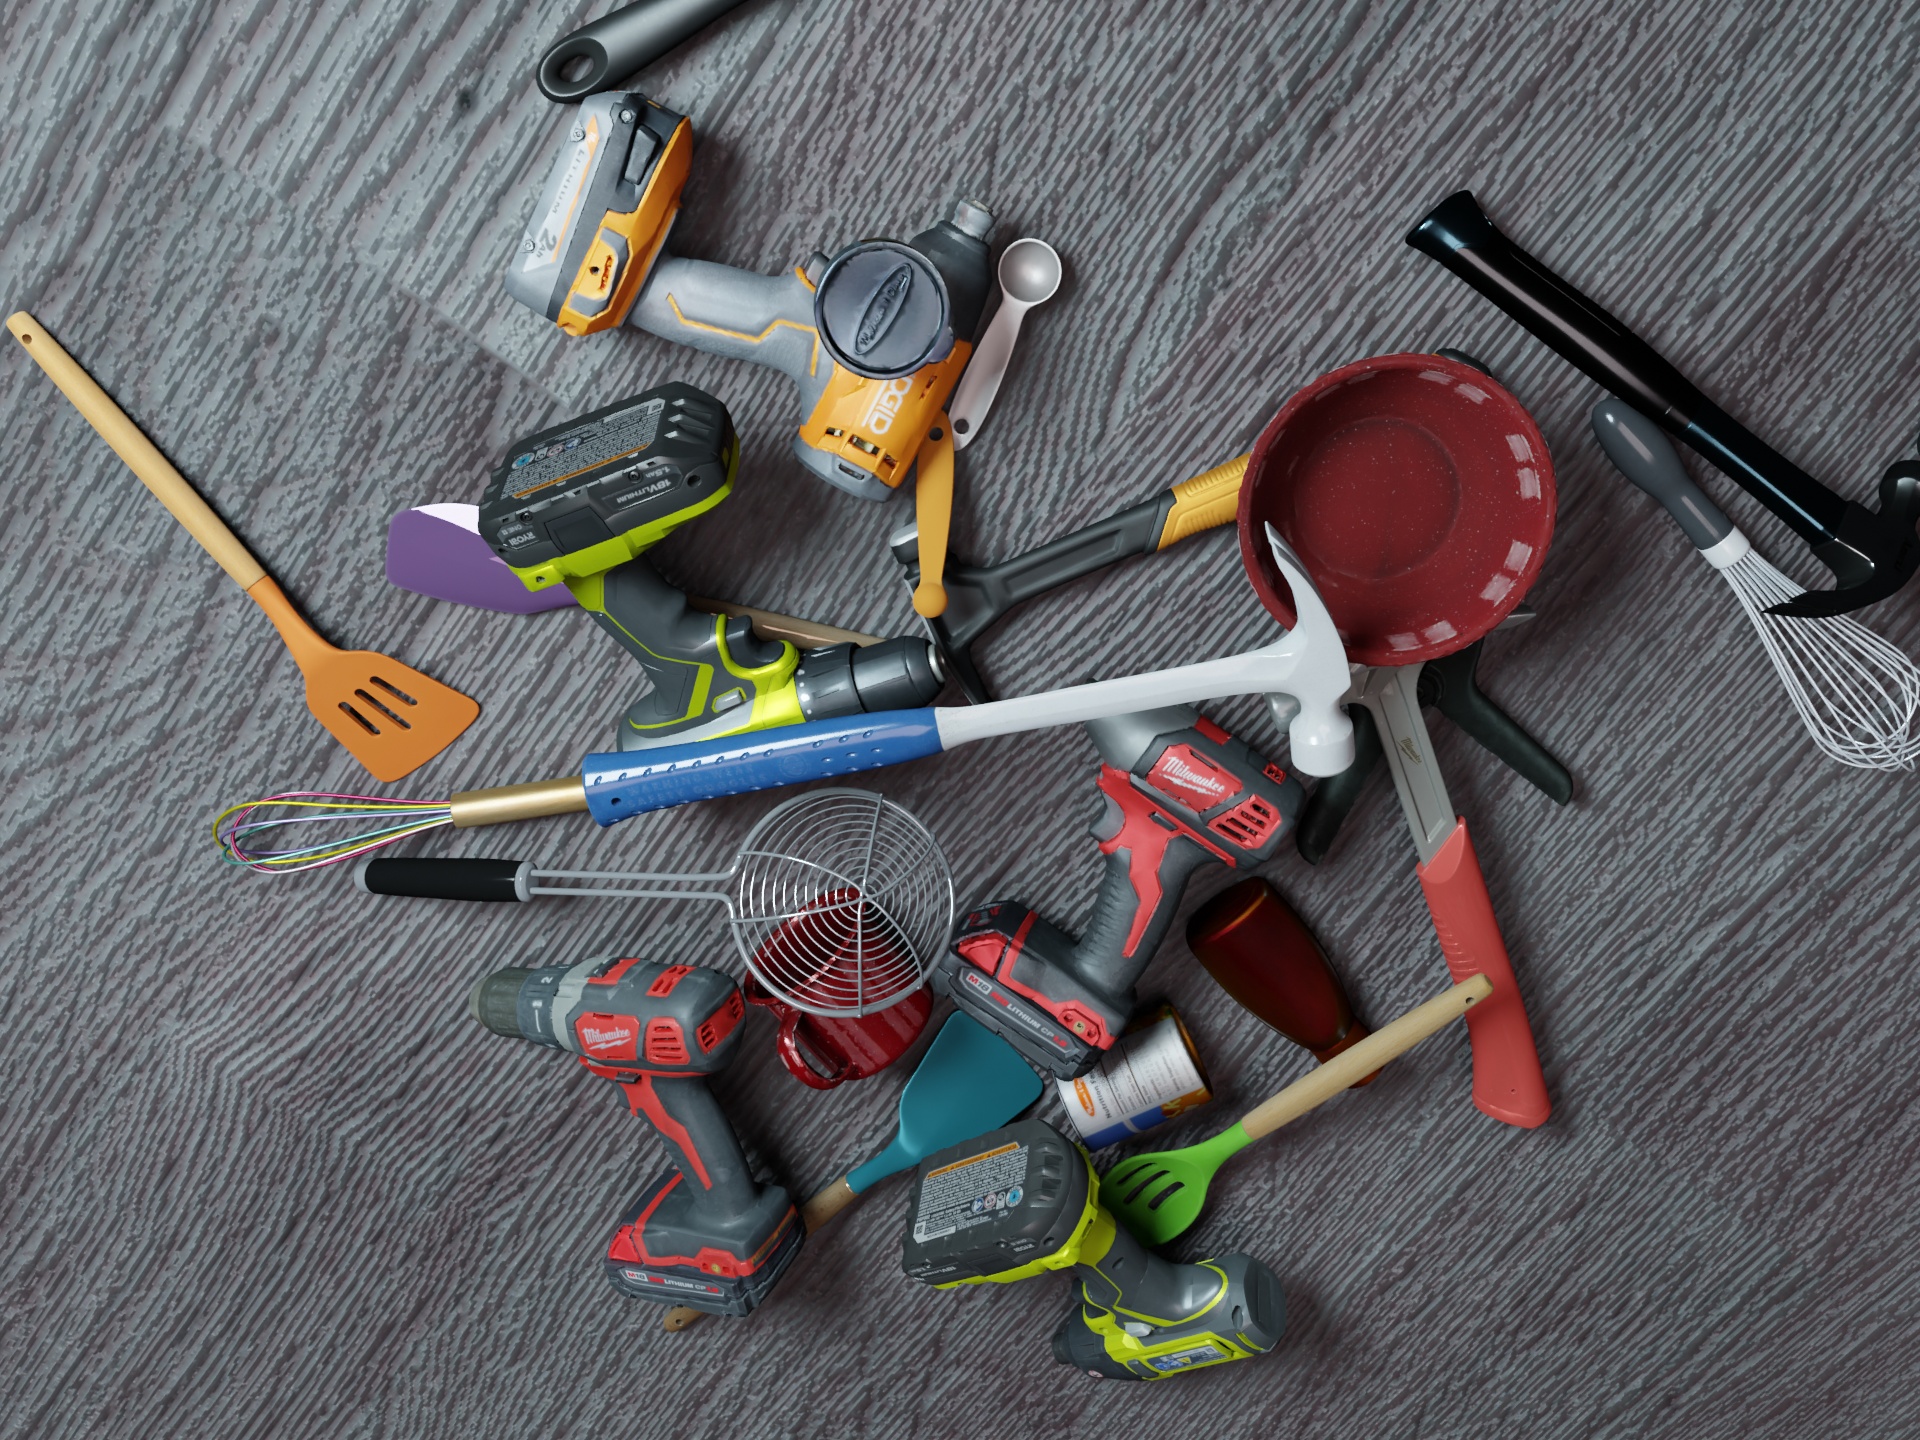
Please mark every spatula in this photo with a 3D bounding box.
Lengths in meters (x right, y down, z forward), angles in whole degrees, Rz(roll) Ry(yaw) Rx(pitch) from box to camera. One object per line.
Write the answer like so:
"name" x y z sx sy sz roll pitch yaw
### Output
"spatula" -0.172 -0.069 0.913 0.316 0.018 0.059 13 109 -4
"spatula" -0.412 -0.098 0.901 0.081 0.041 0.322 -36 102 13
"spatula" -0.086 0.314 1.052 0.317 0.044 0.082 -41 105 18

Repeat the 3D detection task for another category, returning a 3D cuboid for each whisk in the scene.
"whisk" -0.084 -0.380 0.782 0.296 0.073 0.073 -22 109 15
"whisk" -0.323 0.055 0.946 0.245 0.051 0.047 -8 104 0
"whisk" 0.449 -0.076 0.894 0.070 0.070 0.284 -43 99 14

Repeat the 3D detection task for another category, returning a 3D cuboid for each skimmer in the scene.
"skimmer" -0.185 0.100 0.928 0.363 0.090 0.127 -1 77 23

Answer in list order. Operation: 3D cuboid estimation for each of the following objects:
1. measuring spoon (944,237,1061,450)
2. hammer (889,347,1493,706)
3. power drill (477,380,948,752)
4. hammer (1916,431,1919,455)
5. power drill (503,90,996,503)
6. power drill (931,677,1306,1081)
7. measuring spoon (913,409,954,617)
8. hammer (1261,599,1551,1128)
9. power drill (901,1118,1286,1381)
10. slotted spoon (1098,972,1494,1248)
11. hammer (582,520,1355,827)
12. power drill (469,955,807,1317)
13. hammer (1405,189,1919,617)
"measuring spoon" 0.020 -0.204 0.868 0.034 0.018 0.124 26 115 1
"hammer" 0.136 -0.113 0.888 0.337 0.034 0.127 -23 108 8
"power drill" -0.129 -0.060 0.852 0.190 0.080 0.228 -18 129 14
"hammer" 0.698 -0.143 0.877 0.334 0.035 0.146 4 109 -1
"power drill" -0.099 -0.233 0.822 0.226 0.084 0.164 26 108 -14
"power drill" 0.083 0.086 0.925 0.143 0.078 0.219 35 108 4
"measuring spoon" -0.015 -0.115 0.870 0.021 0.011 0.117 1 84 8
"hammer" 0.302 0.099 0.940 0.149 0.037 0.358 -21 116 10
"power drill" 0.074 0.350 1.007 0.171 0.080 0.223 -29 123 33
"slotted spoon" 0.201 0.243 0.990 0.070 0.031 0.313 41 118 -15
"hammer" -0.001 -0.003 0.835 0.405 0.035 0.144 -10 125 6
"power drill" -0.200 0.246 0.983 0.188 0.080 0.226 -1 114 28
"hammer" 0.377 -0.172 0.848 0.331 0.033 0.128 35 69 -6
